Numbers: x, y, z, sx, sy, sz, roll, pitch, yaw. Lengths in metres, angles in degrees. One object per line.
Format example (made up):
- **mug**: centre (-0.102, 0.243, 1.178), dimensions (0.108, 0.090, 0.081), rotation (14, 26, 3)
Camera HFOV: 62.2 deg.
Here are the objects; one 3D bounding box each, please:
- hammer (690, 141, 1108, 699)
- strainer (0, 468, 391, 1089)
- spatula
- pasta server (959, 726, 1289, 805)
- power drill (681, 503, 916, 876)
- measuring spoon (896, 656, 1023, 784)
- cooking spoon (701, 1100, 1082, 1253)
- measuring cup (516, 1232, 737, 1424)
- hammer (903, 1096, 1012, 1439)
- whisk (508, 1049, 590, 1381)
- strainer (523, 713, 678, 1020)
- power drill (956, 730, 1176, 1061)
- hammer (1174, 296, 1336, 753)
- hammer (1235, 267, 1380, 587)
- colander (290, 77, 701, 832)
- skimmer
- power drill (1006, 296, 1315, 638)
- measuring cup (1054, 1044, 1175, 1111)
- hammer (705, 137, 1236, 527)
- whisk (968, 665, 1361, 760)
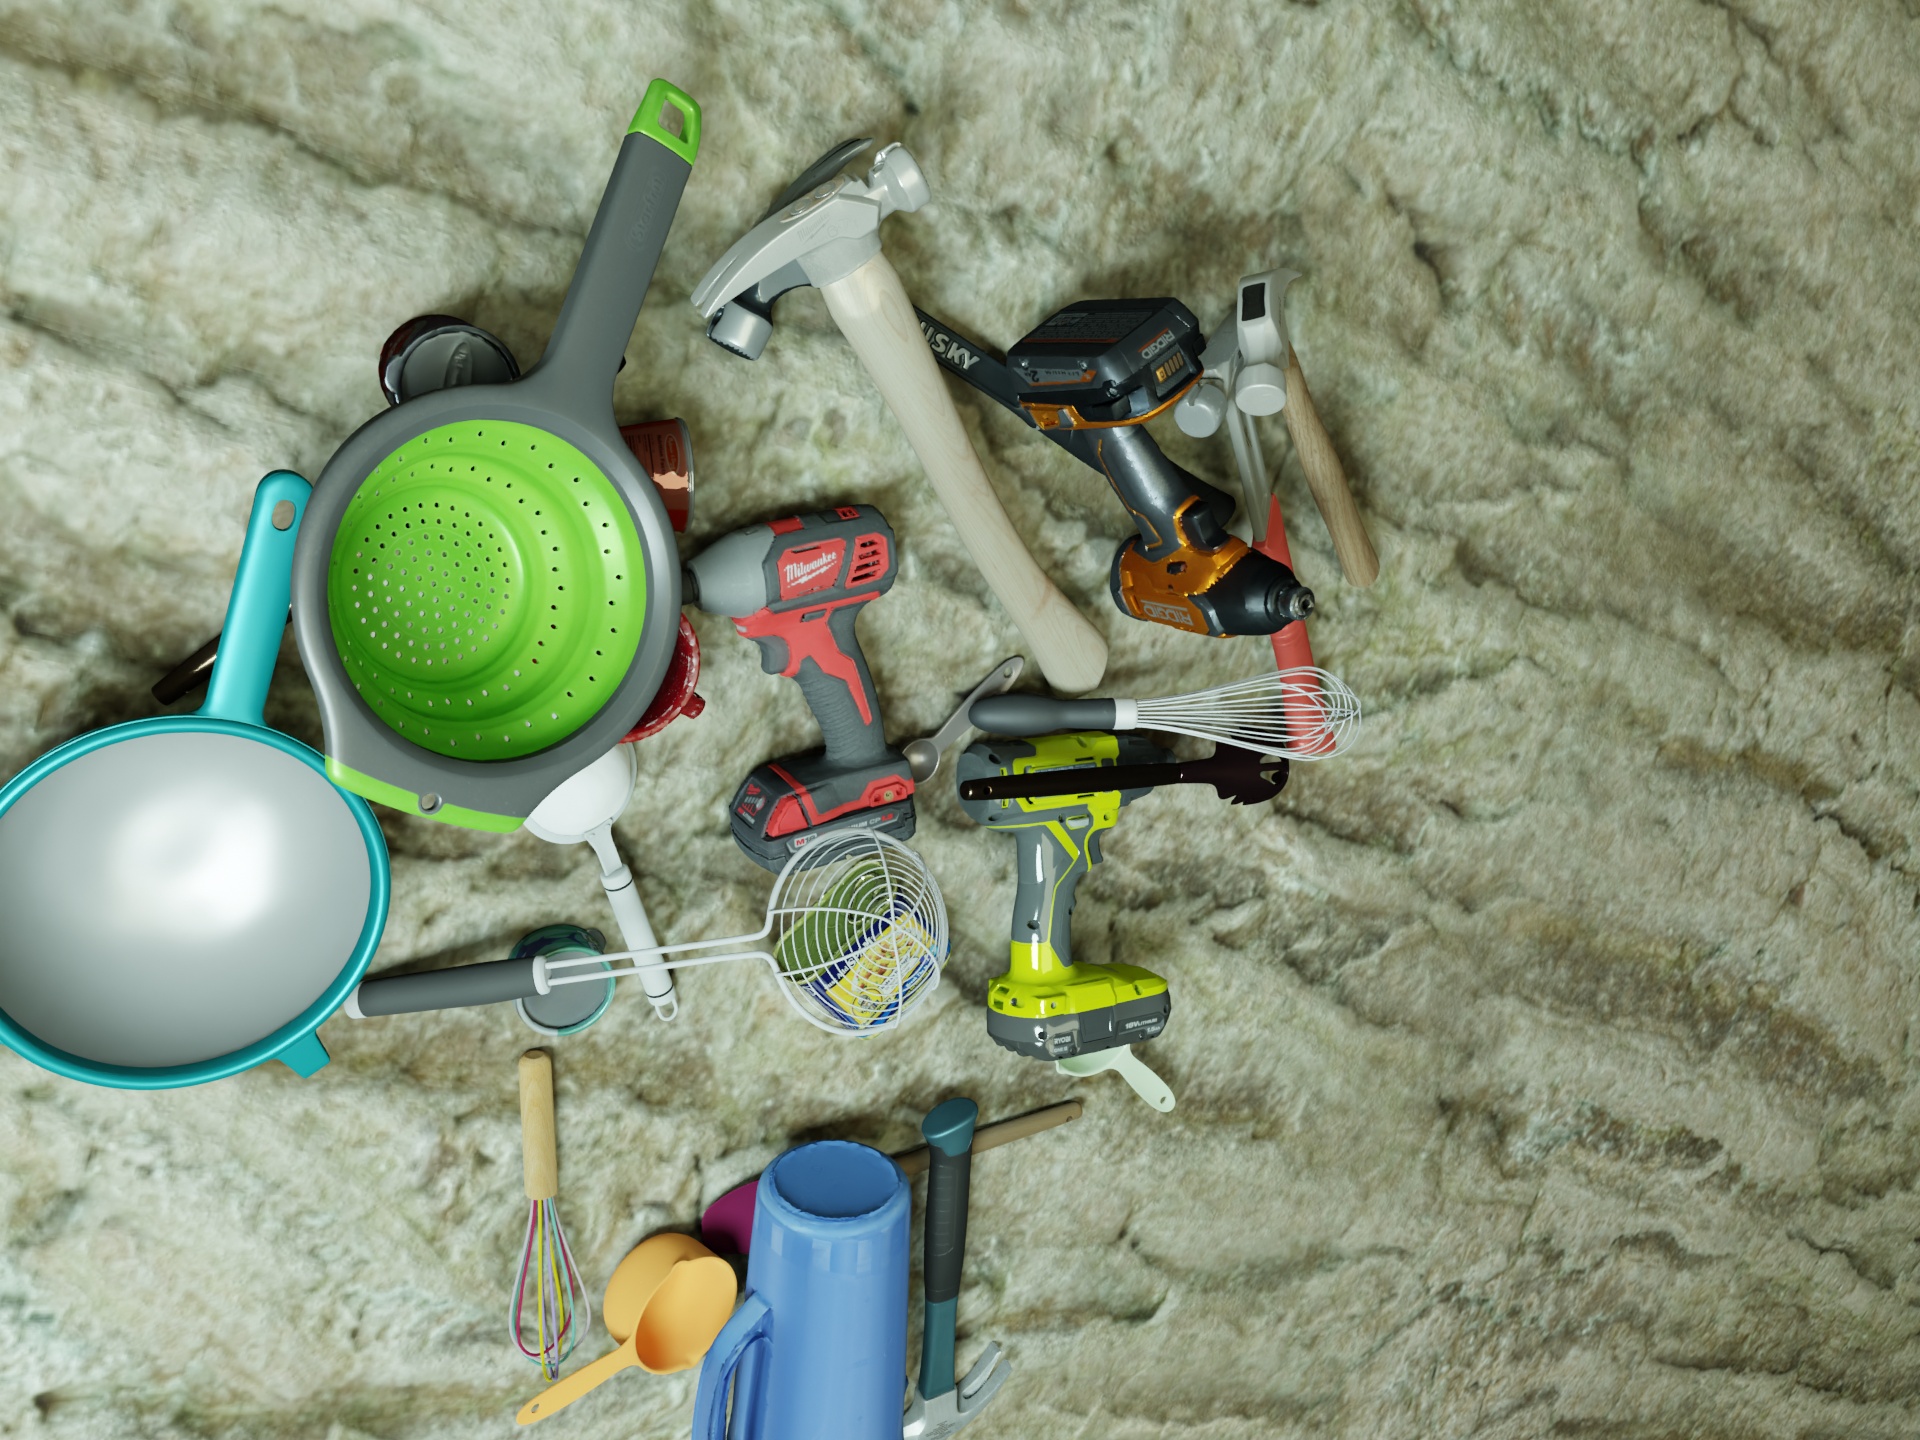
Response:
- **hammer**: centre (-0.009, -0.150, 1.009), dimensions (0.146, 0.038, 0.410), rotation (-33, 131, -1)
- **strainer**: centre (-0.407, 0.025, 0.852), dimensions (0.210, 0.095, 0.340), rotation (12, 100, -35)
- **spatula**: centre (-0.314, -0.109, 0.886), dimensions (0.316, 0.060, 0.018), rotation (-38, 94, -7)
- **pasta server**: centre (0.126, 0.039, 1.123), dimensions (0.316, 0.040, 0.060), rotation (-3, 91, -36)
- **power drill**: centre (-0.104, -0.021, 1.016), dimensions (0.143, 0.079, 0.219), rotation (-15, 112, -24)
- **measuring spoon**: centre (-0.002, -0.004, 1.117), dimensions (0.124, 0.018, 0.034), rotation (-44, 128, -16)
- **cooking spoon**: centre (-0.046, 0.341, 1.215), dimensions (0.318, 0.017, 0.068), rotation (-11, 118, -25)
- **measuring cup**: centre (-0.238, 0.420, 1.094), dimensions (0.173, 0.052, 0.095), rotation (-23, 121, -37)
- **hammer**: centre (-0.015, 0.439, 1.246), dimensions (0.128, 0.033, 0.330), rotation (-10, 117, -27)
- **whisk**: centre (-0.282, 0.335, 1.073), dimensions (0.047, 0.051, 0.245), rotation (-24, 119, -58)
- **strainer**: centre (-0.220, 0.093, 1.015), dimensions (0.087, 0.050, 0.258), rotation (-34, 126, -31)
- **power drill**: centre (0.087, 0.120, 1.153), dimensions (0.171, 0.080, 0.223), rotation (-6, 96, -29)
- **hammer**: centre (0.233, -0.122, 1.170), dimensions (0.149, 0.037, 0.358), rotation (-56, 138, -38)
- **hammer**: centre (0.246, -0.189, 1.104), dimensions (0.331, 0.031, 0.130), rotation (46, 44, -55)
- **colander**: centre (-0.229, -0.145, 0.831), dimensions (0.204, 0.094, 0.397), rotation (24, 81, -41)
- **skimmer**: centre (-0.190, 0.148, 0.985), dimensions (0.363, 0.090, 0.127), rotation (-8, 86, 4)
- **power drill**: centre (0.134, -0.149, 1.006), dimensions (0.084, 0.164, 0.226), rotation (-40, 120, -20)
- **measuring cup**: centre (0.120, 0.263, 1.267), dimensions (0.083, 0.038, 0.167), rotation (-47, 125, -6)
- **hammer**: centre (0.037, -0.221, 1.043), dimensions (0.408, 0.036, 0.149), rotation (25, 94, -34)
- **whisk**: centre (0.146, -0.006, 1.121), dimensions (0.284, 0.070, 0.070), rotation (0, 109, -8)
